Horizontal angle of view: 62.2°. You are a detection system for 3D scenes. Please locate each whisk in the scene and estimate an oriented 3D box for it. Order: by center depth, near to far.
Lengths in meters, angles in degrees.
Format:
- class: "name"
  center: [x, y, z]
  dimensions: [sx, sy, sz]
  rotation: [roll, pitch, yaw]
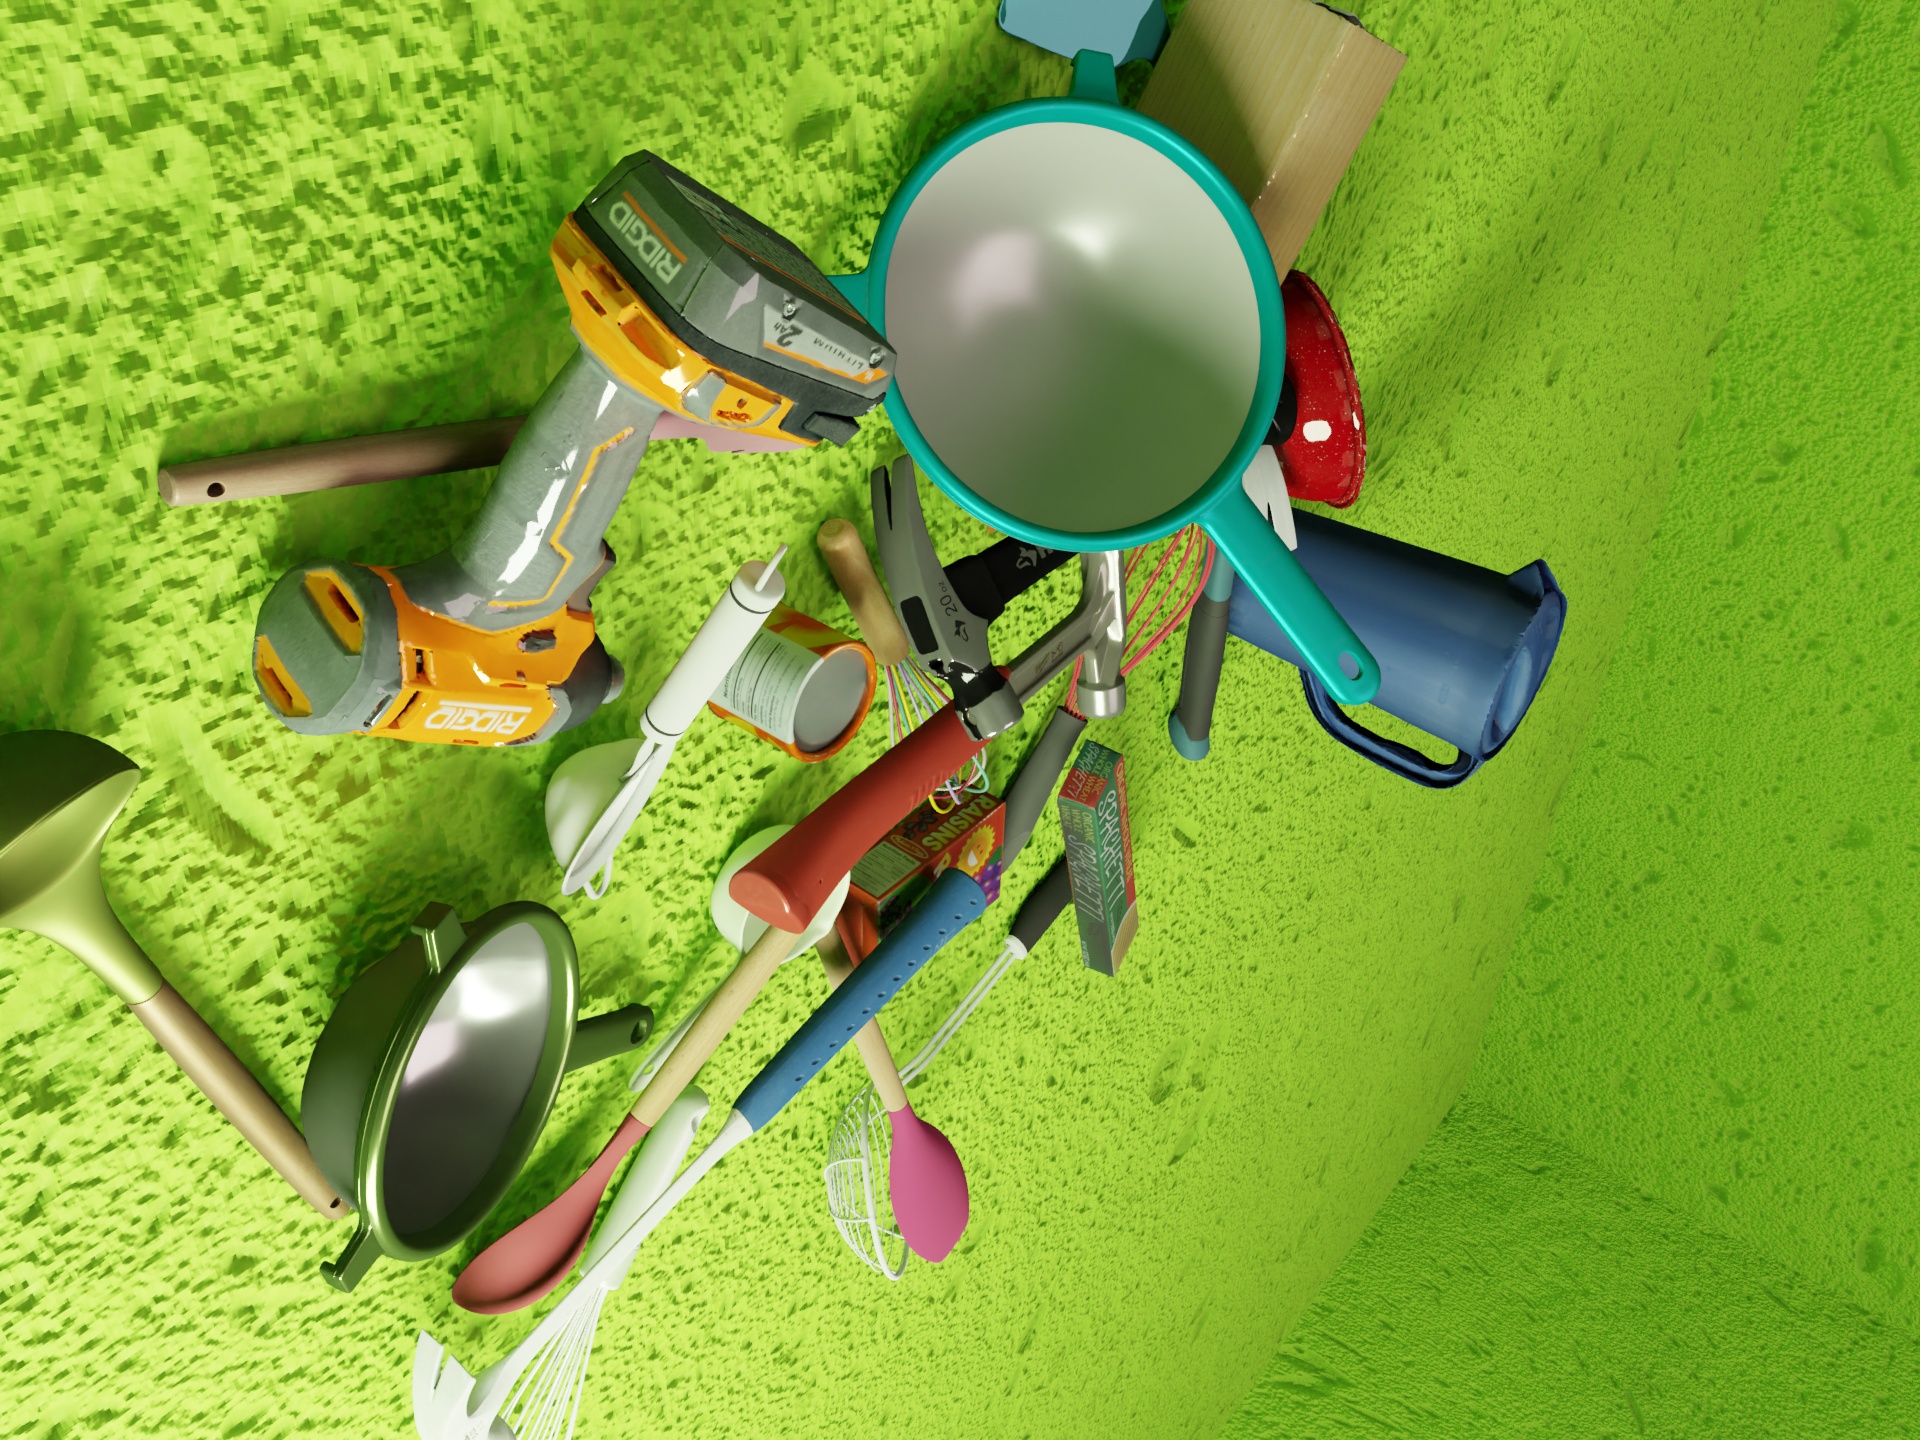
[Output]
- class: "whisk"
  center: [-0.202, 0.315, 0.877]
  dimensions: [0.246, 0.059, 0.057]
  rotation: [-63, 163, -10]
- class: "whisk"
  center: [-0.032, -0.023, 0.885]
  dimensions: [0.047, 0.051, 0.244]
  rotation: [-47, 144, -17]
- class: "whisk"
  center: [0.084, -0.021, 1.061]
  dimensions: [0.073, 0.073, 0.296]
  rotation: [8, 113, -60]

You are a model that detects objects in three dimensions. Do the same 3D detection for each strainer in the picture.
- class: "strainer"
  center: [-0.127, 0.002, 0.665]
  dimensions: [0.258, 0.050, 0.087]
  rotation: [-46, -172, 45]
- class: "strainer"
  center: [-0.215, 0.145, 0.716]
  dimensions: [0.256, 0.069, 0.151]
  rotation: [18, 86, -78]
- class: "strainer"
  center: [0.085, -0.138, 0.793]
  dimensions: [0.211, 0.095, 0.340]
  rotation: [-44, 104, -13]

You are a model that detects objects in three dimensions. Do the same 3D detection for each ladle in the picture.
- class: "ladle"
  center: [-0.280, 0.117, 0.582]
  dimensions: [0.078, 0.062, 0.319]
  rotation: [-47, 150, -30]
- class: "ladle"
  center: [-0.150, 0.186, 0.828]
  dimensions: [0.315, 0.031, 0.069]
  rotation: [-52, 150, -5]

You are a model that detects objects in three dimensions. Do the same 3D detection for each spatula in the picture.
- class: "spatula"
  center: [0.115, -0.351, 0.878]
  dimensions: [0.317, 0.044, 0.082]
  rotation: [6, 108, -64]

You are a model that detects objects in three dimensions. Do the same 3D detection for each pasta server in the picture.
- class: "pasta server"
  center: [-0.156, -0.116, 0.625]
  dimensions: [0.316, 0.040, 0.060]
  rotation: [-21, 130, -46]

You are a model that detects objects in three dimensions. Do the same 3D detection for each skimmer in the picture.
- class: "skimmer"
  center: [0.026, 0.217, 1.119]
  dimensions: [0.363, 0.090, 0.127]
  rotation: [-48, 144, -26]

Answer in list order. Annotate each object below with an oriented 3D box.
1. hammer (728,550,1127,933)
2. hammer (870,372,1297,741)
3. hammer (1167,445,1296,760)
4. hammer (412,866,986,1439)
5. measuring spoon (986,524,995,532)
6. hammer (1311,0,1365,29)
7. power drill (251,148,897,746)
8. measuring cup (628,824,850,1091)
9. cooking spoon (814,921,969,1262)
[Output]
- class: "hammer"
  center: [-0.001, -0.003, 0.866]
  dimensions: [0.359, 0.037, 0.149]
  rotation: [-39, 131, -47]
- class: "hammer"
  center: [0.086, -0.130, 0.894]
  dimensions: [0.335, 0.035, 0.146]
  rotation: [-35, 103, -36]
- class: "hammer"
  center: [0.179, -0.086, 1.131]
  dimensions: [0.033, 0.128, 0.330]
  rotation: [-16, 143, -11]
- class: "hammer"
  center: [-0.124, 0.220, 0.849]
  dimensions: [0.405, 0.035, 0.144]
  rotation: [-44, 156, -29]
- class: "measuring spoon"
  center: [0.032, -0.163, 0.909]
  dimensions: [0.021, 0.011, 0.117]
  rotation: [-18, 132, -55]
- class: "hammer"
  center: [0.157, -0.263, 0.971]
  dimensions: [0.337, 0.034, 0.127]
  rotation: [-63, 159, 8]
- class: "power drill"
  center: [-0.131, -0.079, 0.585]
  dimensions: [0.226, 0.084, 0.164]
  rotation: [-46, 160, 15]
- class: "measuring cup"
  center: [-0.129, 0.126, 0.858]
  dimensions: [0.167, 0.038, 0.083]
  rotation: [-49, 147, -6]
- class: "cooking spoon"
  center: [-0.047, 0.218, 0.981]
  dimensions: [0.069, 0.017, 0.318]
  rotation: [-47, 129, -40]
